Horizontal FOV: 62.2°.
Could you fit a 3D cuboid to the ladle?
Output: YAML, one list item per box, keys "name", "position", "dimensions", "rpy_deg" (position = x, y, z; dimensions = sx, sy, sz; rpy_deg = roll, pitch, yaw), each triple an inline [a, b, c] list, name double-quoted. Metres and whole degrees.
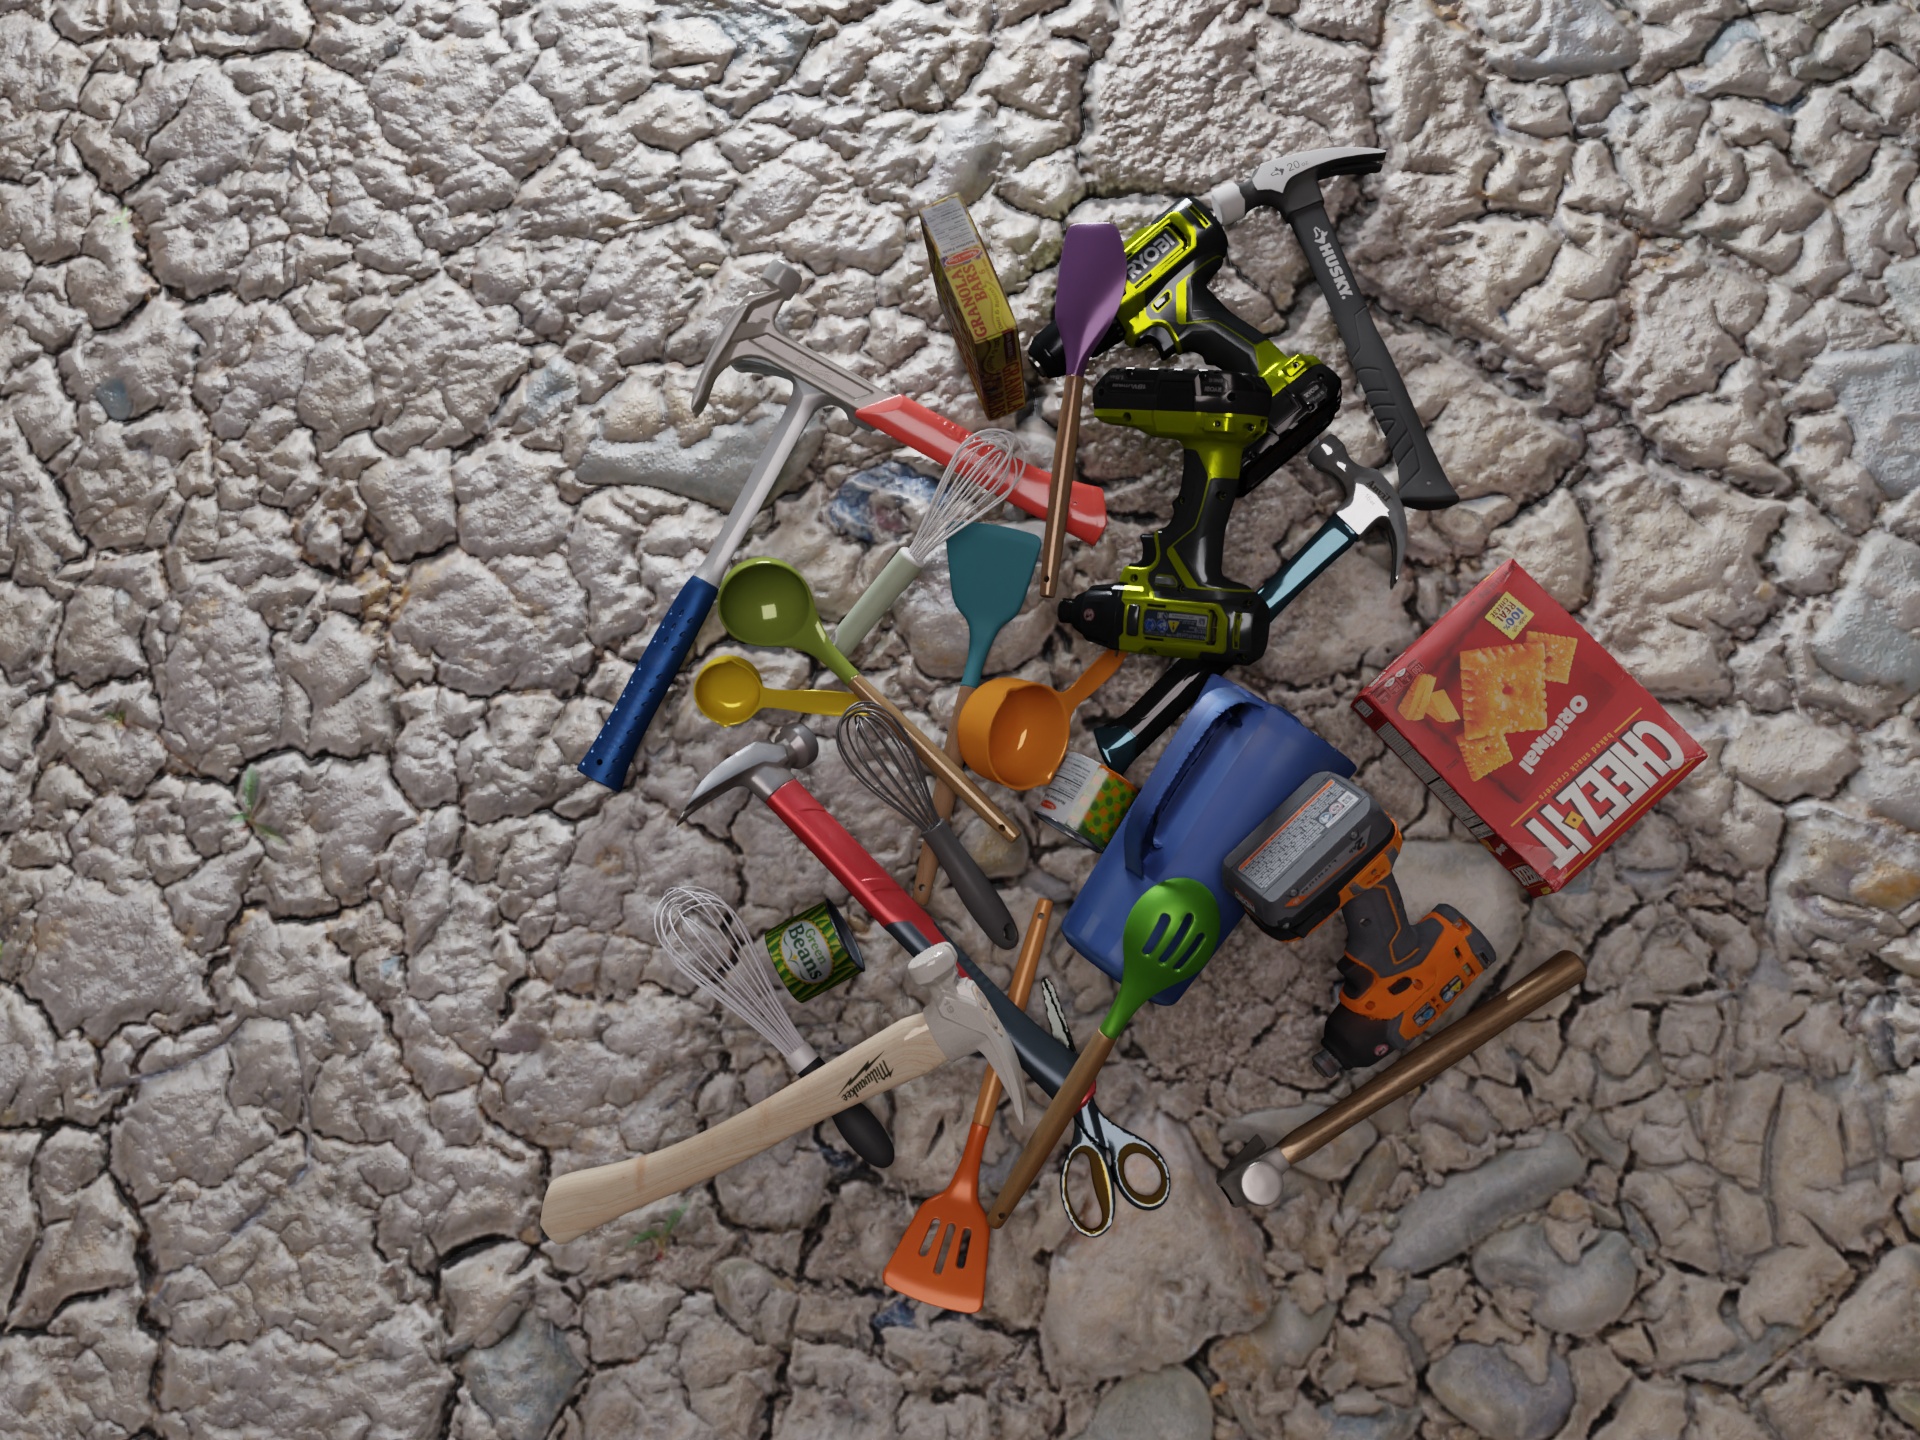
- name: "ladle"
  position: [-0.073, -0.013, 1.290]
  dimensions: [0.320, 0.062, 0.078]
  rpy_deg: [44, 109, 10]

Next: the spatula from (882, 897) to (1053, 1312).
- name: "spatula"
  position: [0.023, 0.297, 1.258]
  dimensions: [0.081, 0.041, 0.323]
  rpy_deg: [15, 81, 9]

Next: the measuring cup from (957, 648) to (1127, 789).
- name: "measuring cup"
  position: [0.068, -0.016, 1.302]
  dimensions: [0.173, 0.095, 0.052]
  rpy_deg: [-41, 33, -27]

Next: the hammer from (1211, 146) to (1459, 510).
- name: "hammer"
  position: [0.340, -0.329, 1.338]
  dimensions: [0.146, 0.035, 0.335]
  rpy_deg: [-21, 79, 3]

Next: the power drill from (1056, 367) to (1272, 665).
- name: "power drill"
  position: [0.162, -0.162, 1.257]
  dimensions: [0.171, 0.080, 0.223]
  rpy_deg: [8, 100, 27]

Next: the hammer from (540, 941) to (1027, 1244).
- name: "hammer"
  position: [-0.148, 0.321, 1.232]
  dimensions: [0.410, 0.038, 0.146]
  rpy_deg: [-28, 96, 14]

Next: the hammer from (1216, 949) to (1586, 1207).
- name: "hammer"
  position: [0.335, 0.270, 1.206]
  dimensions: [0.331, 0.130, 0.031]
  rpy_deg: [-30, 78, -11]

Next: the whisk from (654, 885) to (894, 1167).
- name: "whisk"
  position: [-0.148, 0.246, 1.279]
  dimensions: [0.070, 0.070, 0.285]
  rpy_deg: [-41, 83, -2]

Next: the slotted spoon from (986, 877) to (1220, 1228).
- name: "slotted spoon"
  position: [0.099, 0.254, 1.182]
  dimensions: [0.070, 0.031, 0.313]
  rpy_deg: [27, 104, -9]

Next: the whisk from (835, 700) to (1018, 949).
- name: "whisk"
  position: [-0.023, 0.087, 1.267]
  dimensions: [0.055, 0.055, 0.239]
  rpy_deg: [-34, 100, -1]

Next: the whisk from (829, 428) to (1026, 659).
- name: "whisk"
  position: [-0.034, -0.140, 1.306]
  dimensions: [0.059, 0.058, 0.246]
  rpy_deg: [31, 111, -27]

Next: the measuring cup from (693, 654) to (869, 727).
- name: "measuring cup"
  position: [-0.145, -0.023, 1.339]
  dimensions: [0.156, 0.029, 0.062]
  rpy_deg: [6, 112, -6]

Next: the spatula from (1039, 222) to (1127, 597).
- name: "spatula"
  position: [0.093, -0.256, 1.306]
  dimensions: [0.060, 0.018, 0.316]
  rpy_deg: [7, 86, 22]

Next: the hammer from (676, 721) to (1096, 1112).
- name: "hammer"
  position: [-0.049, 0.167, 1.241]
  dimensions: [0.386, 0.038, 0.143]
  rpy_deg: [45, 44, 10]

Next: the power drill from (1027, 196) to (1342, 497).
- name: "power drill"
  position: [0.186, -0.299, 1.328]
  dimensions: [0.190, 0.080, 0.229]
  rpy_deg: [-40, 77, 3]

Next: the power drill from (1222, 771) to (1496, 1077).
- name: "power drill"
  position: [0.290, 0.164, 1.185]
  dimensions: [0.164, 0.084, 0.226]
  rpy_deg: [-43, 122, -2]

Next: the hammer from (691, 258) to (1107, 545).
- name: "hammer"
  position: [-0.041, -0.238, 1.331]
  dimensions: [0.359, 0.036, 0.149]
  rpy_deg: [30, 85, 1]

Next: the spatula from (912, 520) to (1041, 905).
- name: "spatula"
  position: [-0.002, -0.004, 1.312]
  dimensions: [0.082, 0.044, 0.317]
  rpy_deg: [11, 83, 11]

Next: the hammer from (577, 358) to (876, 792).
- name: "hammer"
  position: [-0.217, -0.130, 1.360]
  dimensions: [0.144, 0.035, 0.405]
  rpy_deg: [27, 84, 9]

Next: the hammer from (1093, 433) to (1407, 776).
- name: "hammer"
  position: [0.234, -0.081, 1.307]
  dimensions: [0.331, 0.033, 0.128]
  rpy_deg: [-44, 78, -2]
